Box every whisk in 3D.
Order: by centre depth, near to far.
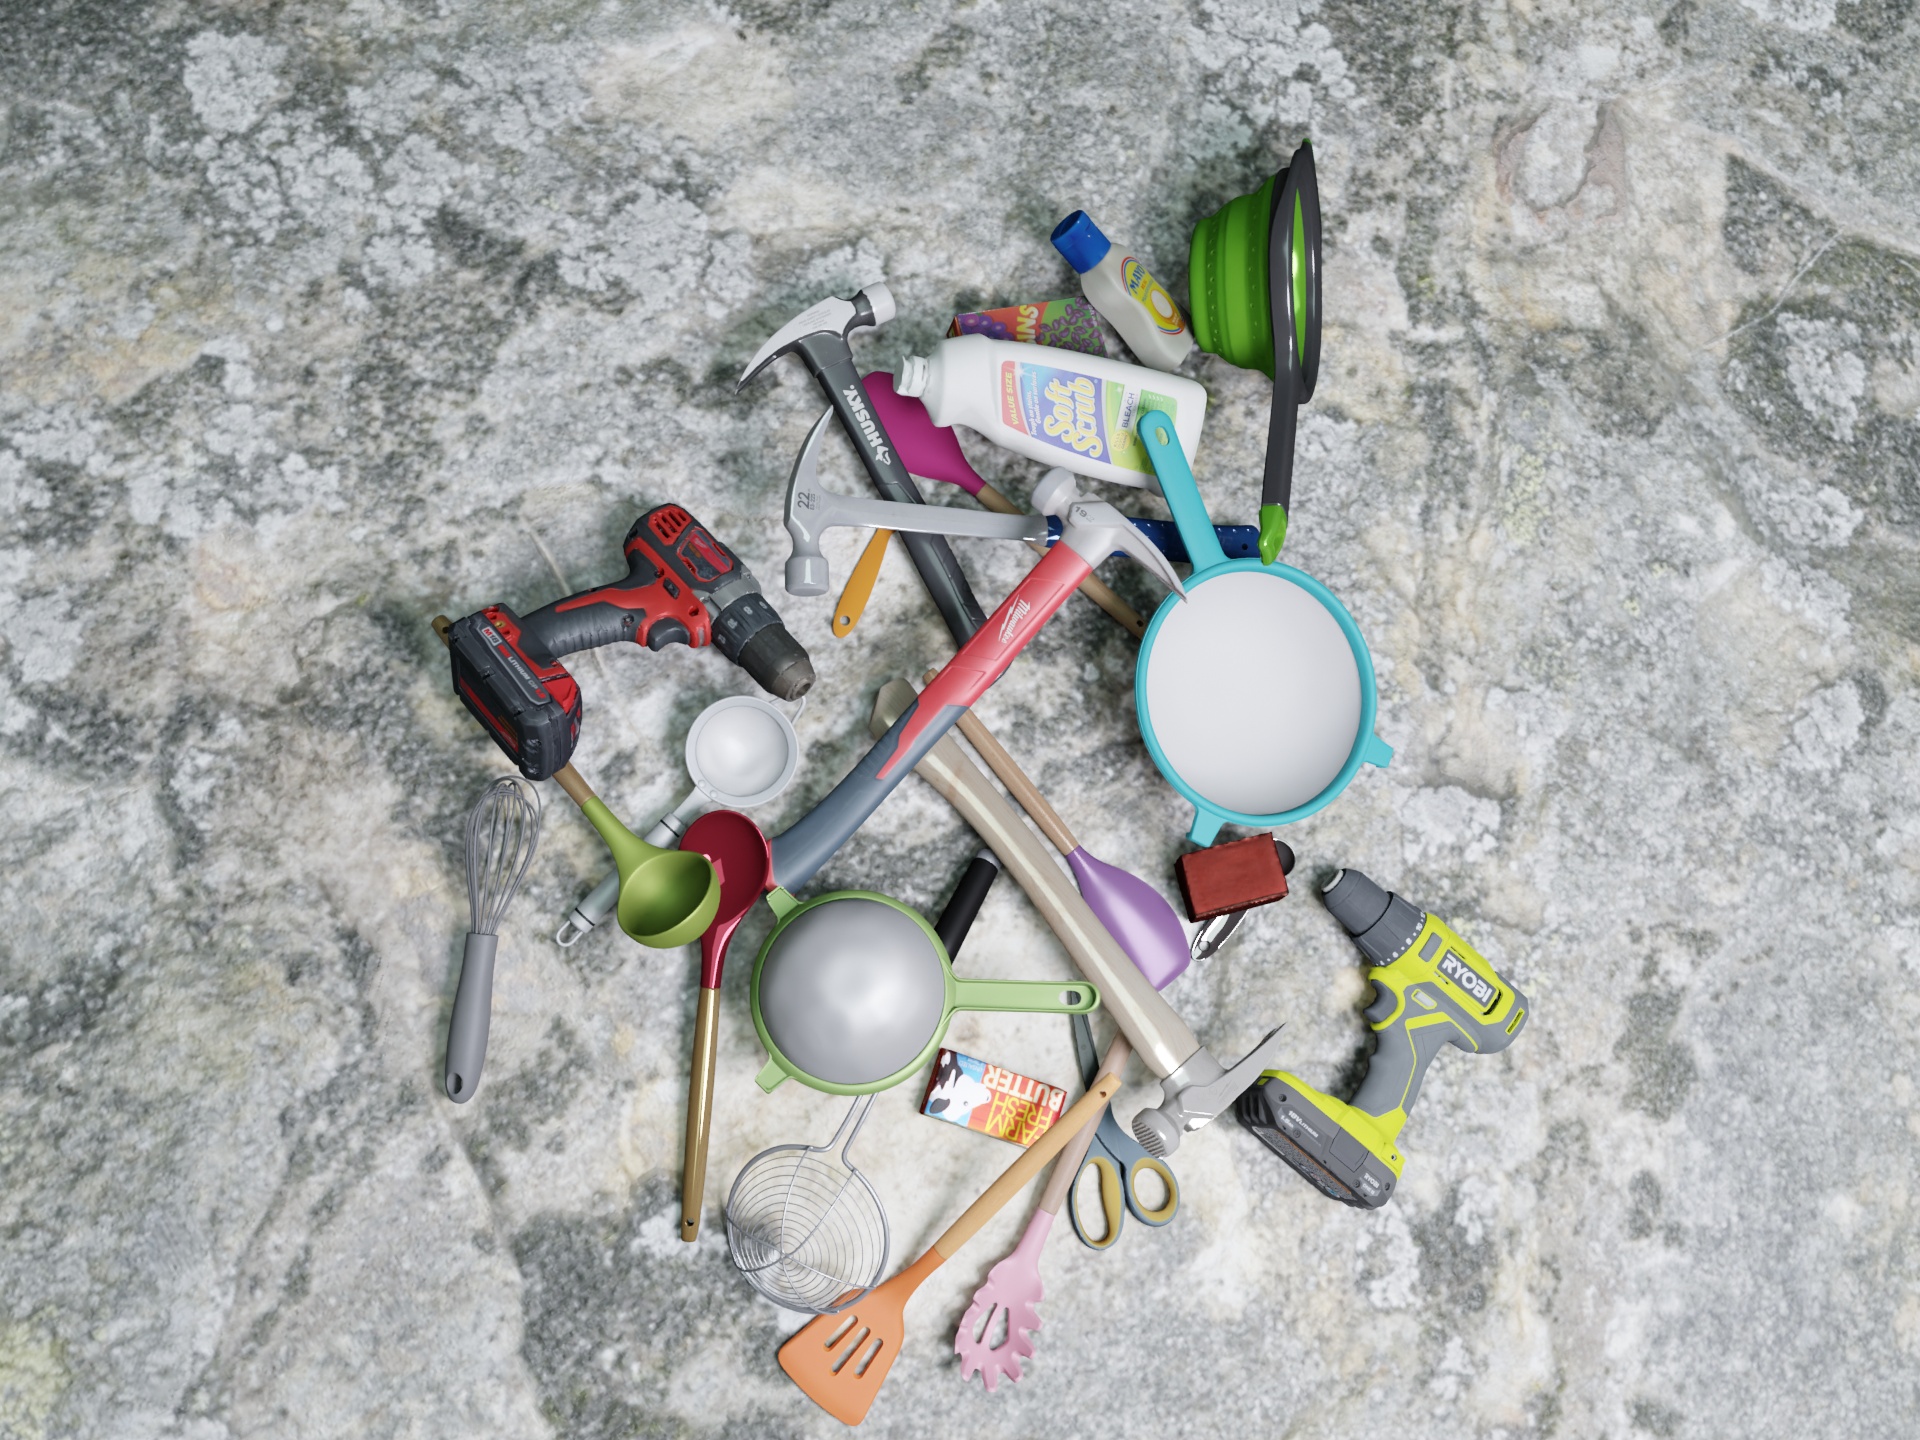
[{"bbox_3d":[-0.344,0.158,1.156,0.055,0.055,0.239,8,82,-10],"label":"whisk"}]

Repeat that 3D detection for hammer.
[{"bbox_3d":[-0.002,-0.004,1.198,0.143,0.038,0.386,42,92,13],"label":"hammer"},{"bbox_3d":[0.076,0.127,1.225,0.146,0.038,0.411,-34,79,-26],"label":"hammer"},{"bbox_3d":[0.057,-0.159,1.269,0.405,0.035,0.144,3,81,-21],"label":"hammer"},{"bbox_3d":[-0.051,-0.175,1.271,0.146,0.035,0.335,-28,91,-16],"label":"hammer"}]

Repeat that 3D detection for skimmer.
[{"bbox_3d":[-0.055,0.264,1.202,0.127,0.090,0.363,22,64,14],"label":"skimmer"}]

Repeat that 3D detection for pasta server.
[{"bbox_3d":[0.078,0.347,1.202,0.060,0.040,0.316,27,79,-4],"label":"pasta server"}]

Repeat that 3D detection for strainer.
[{"bbox_3d":[-0.026,0.191,1.139,0.256,0.069,0.152,2,71,0],"label":"strainer"},{"bbox_3d":[-0.213,0.072,1.202,0.086,0.050,0.258,45,80,-13],"label":"strainer"},{"bbox_3d":[0.197,-0.079,1.278,0.211,0.095,0.340,-21,91,-19],"label":"strainer"}]

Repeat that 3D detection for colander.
[{"bbox_3d":[0.230,-0.295,1.292,0.094,0.204,0.397,1,61,19],"label":"colander"}]

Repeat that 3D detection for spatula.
[{"bbox_3d":[0.002,0.375,1.160,0.081,0.041,0.322,43,97,-2],"label":"spatula"},{"bbox_3d":[0.075,0.082,1.271,0.060,0.018,0.316,-40,91,-9],"label":"spatula"}]

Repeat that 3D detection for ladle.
[{"bbox_3d":[-0.290,0.037,1.162,0.078,0.062,0.320,-39,79,-14],"label":"ladle"},{"bbox_3d":[-0.186,0.224,1.175,0.069,0.031,0.315,5,85,-2],"label":"ladle"}]

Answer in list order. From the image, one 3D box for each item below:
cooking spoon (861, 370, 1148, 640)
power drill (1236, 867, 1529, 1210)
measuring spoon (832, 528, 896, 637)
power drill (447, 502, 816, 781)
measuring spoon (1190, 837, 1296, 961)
[{"bbox_3d":[0.037,-0.174,1.311,0.319,0.017,0.069,41,74,-1],"label":"cooking spoon"},{"bbox_3d":[0.323,0.249,1.265,0.190,0.080,0.228,40,72,-3],"label":"power drill"},{"bbox_3d":[-0.076,-0.119,1.280,0.021,0.011,0.117,24,75,-7],"label":"measuring spoon"},{"bbox_3d":[-0.236,-0.048,1.165,0.227,0.080,0.188,-34,71,-30],"label":"power drill"},{"bbox_3d":[0.228,0.148,1.297,0.034,0.018,0.124,39,81,10],"label":"measuring spoon"}]
